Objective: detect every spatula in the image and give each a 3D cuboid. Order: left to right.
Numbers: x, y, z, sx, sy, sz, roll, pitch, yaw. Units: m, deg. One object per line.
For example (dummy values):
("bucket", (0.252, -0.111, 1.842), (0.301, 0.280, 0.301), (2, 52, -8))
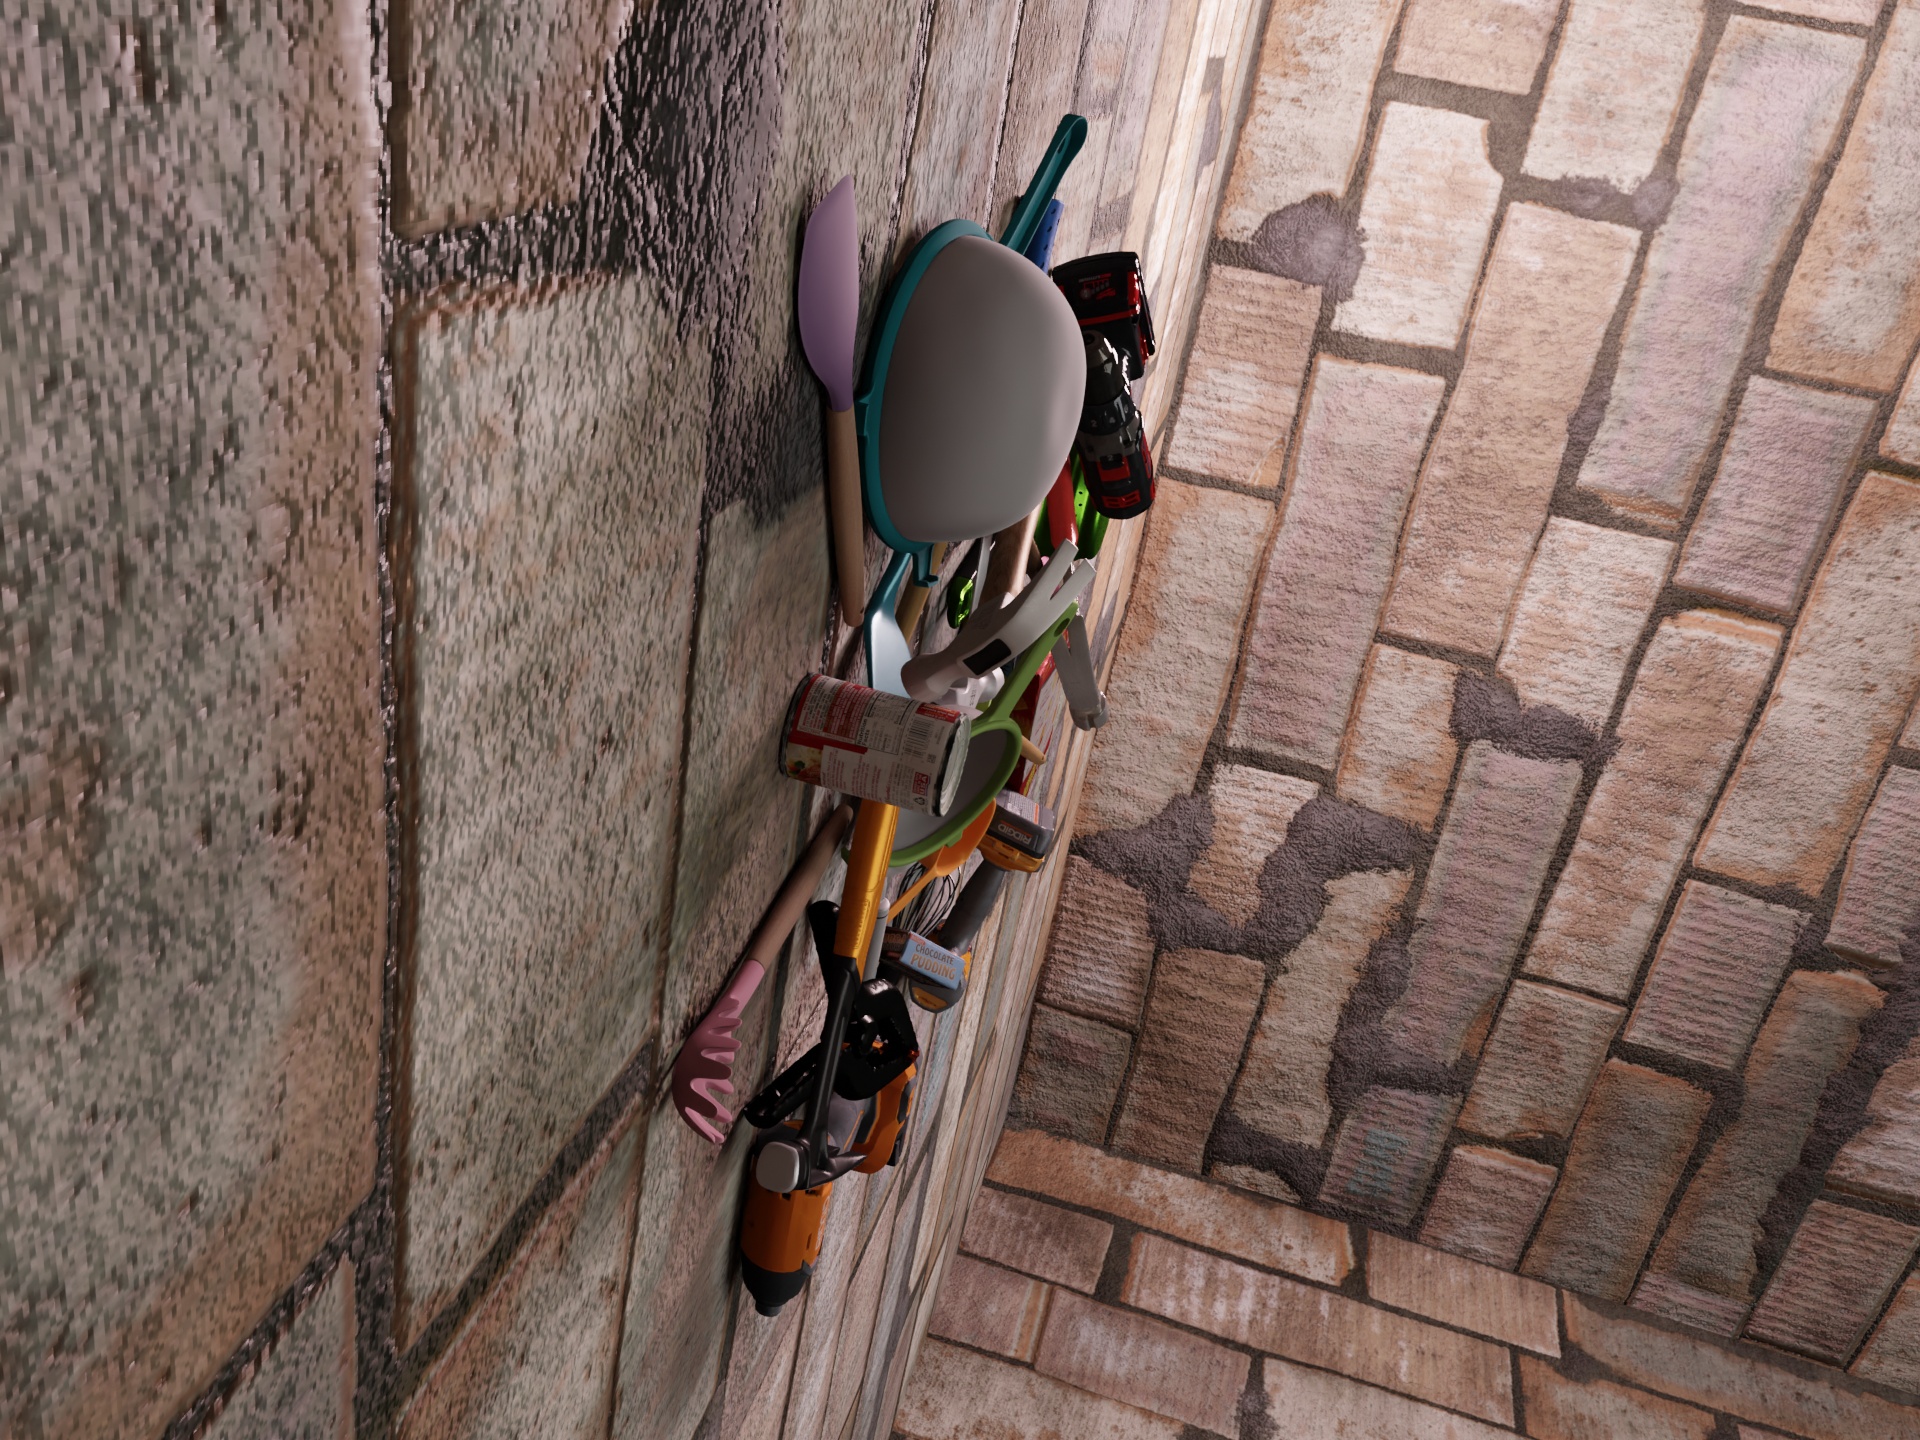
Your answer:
("spatula", (-0.067, -0.155, 0.877), (0.060, 0.018, 0.315), (-58, 163, -31))
("spatula", (-0.019, -0.150, 1.096), (0.082, 0.044, 0.317), (25, 78, -60))

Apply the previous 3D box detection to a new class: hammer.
("hammer", (-0.072, 0.154, 1.111), (0.127, 0.034, 0.337), (25, 75, -71))
("hammer", (0.029, -0.203, 1.254), (0.144, 0.035, 0.405), (-27, 128, -70))
("hammer", (0.044, -0.149, 1.097), (0.031, 0.130, 0.332), (45, 37, -27))
("hammer", (0.084, -0.176, 1.338), (0.149, 0.037, 0.359), (68, 16, -55))

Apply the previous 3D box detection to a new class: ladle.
("ladle", (-0.007, -0.163, 1.151), (0.069, 0.031, 0.315), (18, 93, -64))
("ladle", (0.045, 0.009, 1.524), (0.320, 0.062, 0.078), (35, 70, -68))

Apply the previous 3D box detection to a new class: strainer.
("strainer", (-0.065, 0.150, 1.330), (0.087, 0.050, 0.258), (-40, 151, -47))
("strainer", (-0.002, -0.004, 1.197), (0.151, 0.069, 0.256), (-4, 132, -56))
("strainer", (0.047, -0.254, 1.020), (0.210, 0.095, 0.340), (66, 45, -61))

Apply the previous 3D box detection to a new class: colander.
("colander", (0.079, -0.179, 1.487), (0.397, 0.094, 0.204), (-62, 164, -55))

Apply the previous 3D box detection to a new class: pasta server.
("pasta server", (-0.115, 0.143, 1.010), (0.316, 0.040, 0.060), (-63, 166, -57))

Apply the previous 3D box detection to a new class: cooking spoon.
("cooking spoon", (0.061, -0.129, 1.322), (0.318, 0.017, 0.069), (45, 55, -76))

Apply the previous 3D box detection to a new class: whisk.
("whisk", (-0.058, 0.222, 1.467), (0.055, 0.055, 0.239), (91, 20, -57))

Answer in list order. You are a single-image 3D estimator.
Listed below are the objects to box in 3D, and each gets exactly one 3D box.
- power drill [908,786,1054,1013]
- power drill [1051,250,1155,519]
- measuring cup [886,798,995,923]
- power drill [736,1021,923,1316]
("power drill", (0.017, 0.184, 1.685), (0.226, 0.084, 0.185), (-63, -179, 9))
("power drill", (0.125, -0.312, 1.386), (0.187, 0.080, 0.227), (67, 20, -50))
("measuring cup", (-0.042, 0.119, 1.422), (0.174, 0.052, 0.095), (-45, 158, -23))
("power drill", (-0.110, 0.359, 1.275), (0.226, 0.084, 0.164), (-44, 148, -65))
